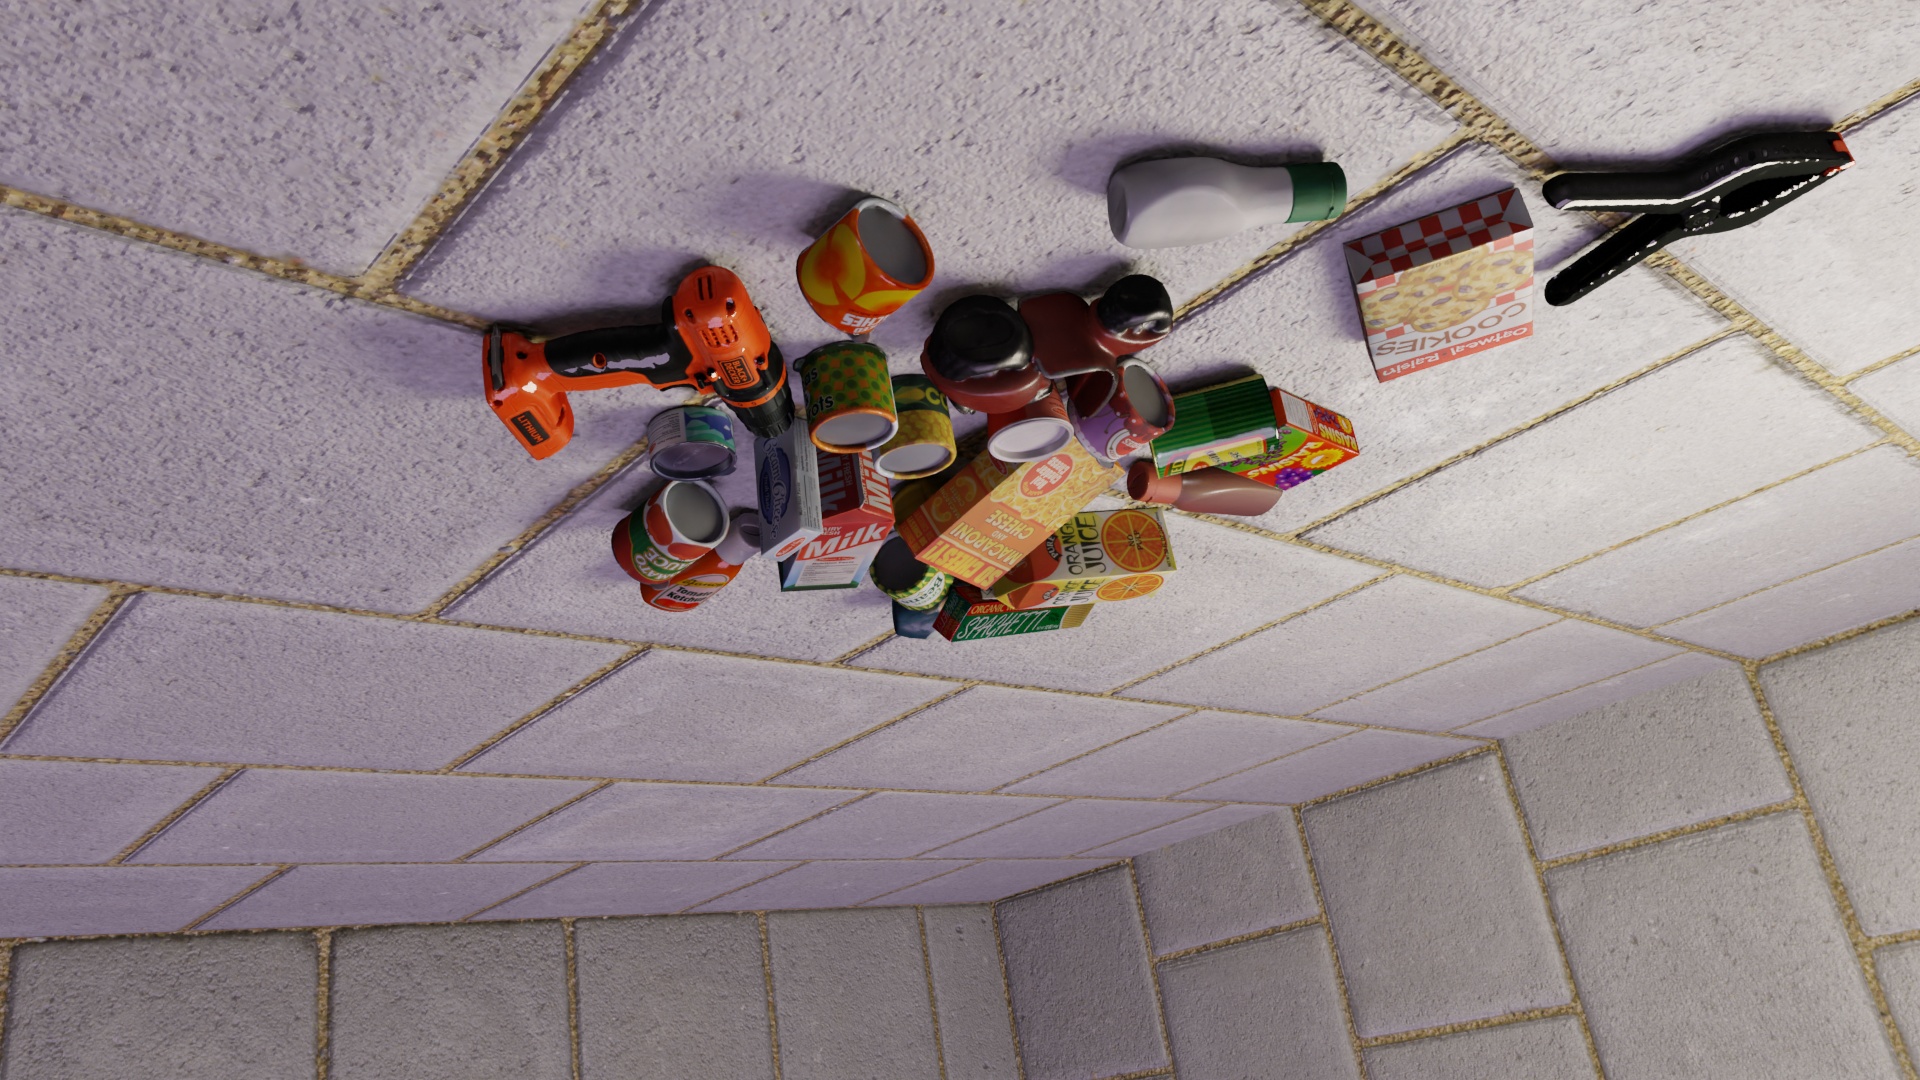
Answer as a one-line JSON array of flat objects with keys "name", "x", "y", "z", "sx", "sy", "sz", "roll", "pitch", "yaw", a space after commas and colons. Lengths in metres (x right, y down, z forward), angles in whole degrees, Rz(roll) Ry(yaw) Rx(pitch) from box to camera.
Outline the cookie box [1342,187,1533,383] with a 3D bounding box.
[{"name": "cookie box", "x": 0.360, "y": -0.186, "z": 1.039, "sx": 0.123, "sy": 0.040, "sz": 0.167, "roll": -17, "pitch": 156, "yaw": 16}]

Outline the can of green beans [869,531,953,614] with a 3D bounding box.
[{"name": "can of green beans", "x": -0.047, "y": 0.029, "z": 1.341, "sx": 0.071, "sy": 0.071, "sz": 0.057, "roll": -17, "pitch": 156, "yaw": 16}]

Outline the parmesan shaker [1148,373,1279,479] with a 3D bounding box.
[{"name": "parmesan shaker", "x": 0.206, "y": -0.095, "z": 1.151, "sx": 0.103, "sy": 0.071, "sz": 0.071, "roll": -13, "pitch": 157, "yaw": 8}]

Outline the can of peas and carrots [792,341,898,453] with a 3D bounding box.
[{"name": "can of peas and carrots", "x": -0.084, "y": -0.104, "z": 1.015, "sx": 0.071, "sy": 0.059, "sz": 0.070, "roll": -9, "pitch": 157, "yaw": -4}]

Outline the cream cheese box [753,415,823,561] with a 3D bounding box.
[{"name": "cream cheese box", "x": -0.135, "y": -0.041, "z": 1.084, "sx": 0.024, "sy": 0.104, "sz": 0.053, "roll": 17, "pitch": 144, "yaw": -41}]

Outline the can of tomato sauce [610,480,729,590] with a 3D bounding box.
[{"name": "can of tomato sauce", "x": -0.243, "y": -0.006, "z": 1.164, "sx": 0.071, "sy": 0.071, "sz": 0.082, "roll": 11, "pitch": 149, "yaw": -41}]

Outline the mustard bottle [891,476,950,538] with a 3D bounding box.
[{"name": "mustard bottle", "x": 0.005, "y": -0.016, "z": 1.277, "sx": 0.065, "sy": 0.049, "sz": 0.160, "roll": -31, "pitch": 151, "yaw": 29}]

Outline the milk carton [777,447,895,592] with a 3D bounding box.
[{"name": "milk carton", "x": -0.106, "y": -0.025, "z": 1.179, "sx": 0.073, "sy": 0.072, "sz": 0.189, "roll": -2, "pitch": 157, "yaw": -19}]

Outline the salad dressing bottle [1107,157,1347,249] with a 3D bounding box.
[{"name": "salad dressing bottle", "x": 0.169, "y": -0.216, "z": 0.879, "sx": 0.148, "sy": 0.044, "sz": 0.064, "roll": -7, "pitch": 155, "yaw": -11}]

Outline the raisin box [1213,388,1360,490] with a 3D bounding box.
[{"name": "raisin box", "x": 0.286, "y": -0.088, "z": 1.241, "sx": 0.123, "sy": 0.040, "sz": 0.086, "roll": 14, "pitch": 147, "yaw": -43}]

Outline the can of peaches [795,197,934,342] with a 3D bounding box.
[{"name": "can of peaches", "x": -0.057, "y": -0.167, "z": 0.860, "sx": 0.071, "sy": 0.071, "sz": 0.058, "roll": 12, "pitch": 148, "yaw": -42}]

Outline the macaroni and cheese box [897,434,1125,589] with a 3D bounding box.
[{"name": "macaroni and cheese box", "x": 0.045, "y": -0.036, "z": 1.191, "sx": 0.166, "sy": 0.040, "sz": 0.123, "roll": -40, "pitch": 148, "yaw": 15}]

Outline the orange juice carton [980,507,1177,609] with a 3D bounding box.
[{"name": "orange juice carton", "x": 0.108, "y": 0.019, "z": 1.377, "sx": 0.193, "sy": 0.072, "sz": 0.072, "roll": -4, "pitch": 156, "yaw": -16}]

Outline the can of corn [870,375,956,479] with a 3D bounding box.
[{"name": "can of corn", "x": -0.037, "y": -0.087, "z": 1.076, "sx": 0.071, "sy": 0.058, "sz": 0.071, "roll": -9, "pitch": 158, "yaw": -3}]

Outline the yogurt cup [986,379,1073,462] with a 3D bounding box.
[{"name": "yogurt cup", "x": 0.051, "y": -0.100, "z": 1.089, "sx": 0.072, "sy": 0.054, "sz": 0.072, "roll": -9, "pitch": 157, "yaw": -4}]

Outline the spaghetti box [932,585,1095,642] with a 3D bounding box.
[{"name": "spaghetti box", "x": 0.063, "y": 0.071, "z": 1.443, "sx": 0.250, "sy": 0.029, "sz": 0.050, "roll": -1, "pitch": 127, "yaw": -54}]

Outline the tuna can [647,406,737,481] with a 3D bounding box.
[{"name": "tuna can", "x": -0.205, "y": -0.074, "z": 1.069, "sx": 0.071, "sy": 0.033, "sz": 0.070, "roll": -9, "pitch": 158, "yaw": -4}]

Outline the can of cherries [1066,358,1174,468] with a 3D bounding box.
[{"name": "can of cherries", "x": 0.128, "y": -0.100, "z": 1.100, "sx": 0.071, "sy": 0.072, "sz": 0.058, "roll": 13, "pitch": 148, "yaw": -43}]

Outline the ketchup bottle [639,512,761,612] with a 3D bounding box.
[{"name": "ketchup bottle", "x": -0.230, "y": 0.020, "z": 1.268, "sx": 0.065, "sy": 0.044, "sz": 0.148, "roll": 11, "pitch": 149, "yaw": -41}]

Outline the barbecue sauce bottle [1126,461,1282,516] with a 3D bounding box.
[{"name": "barbecue sauce bottle", "x": 0.226, "y": -0.050, "z": 1.301, "sx": 0.149, "sy": 0.044, "sz": 0.064, "roll": 3, "pitch": 156, "yaw": -28}]
